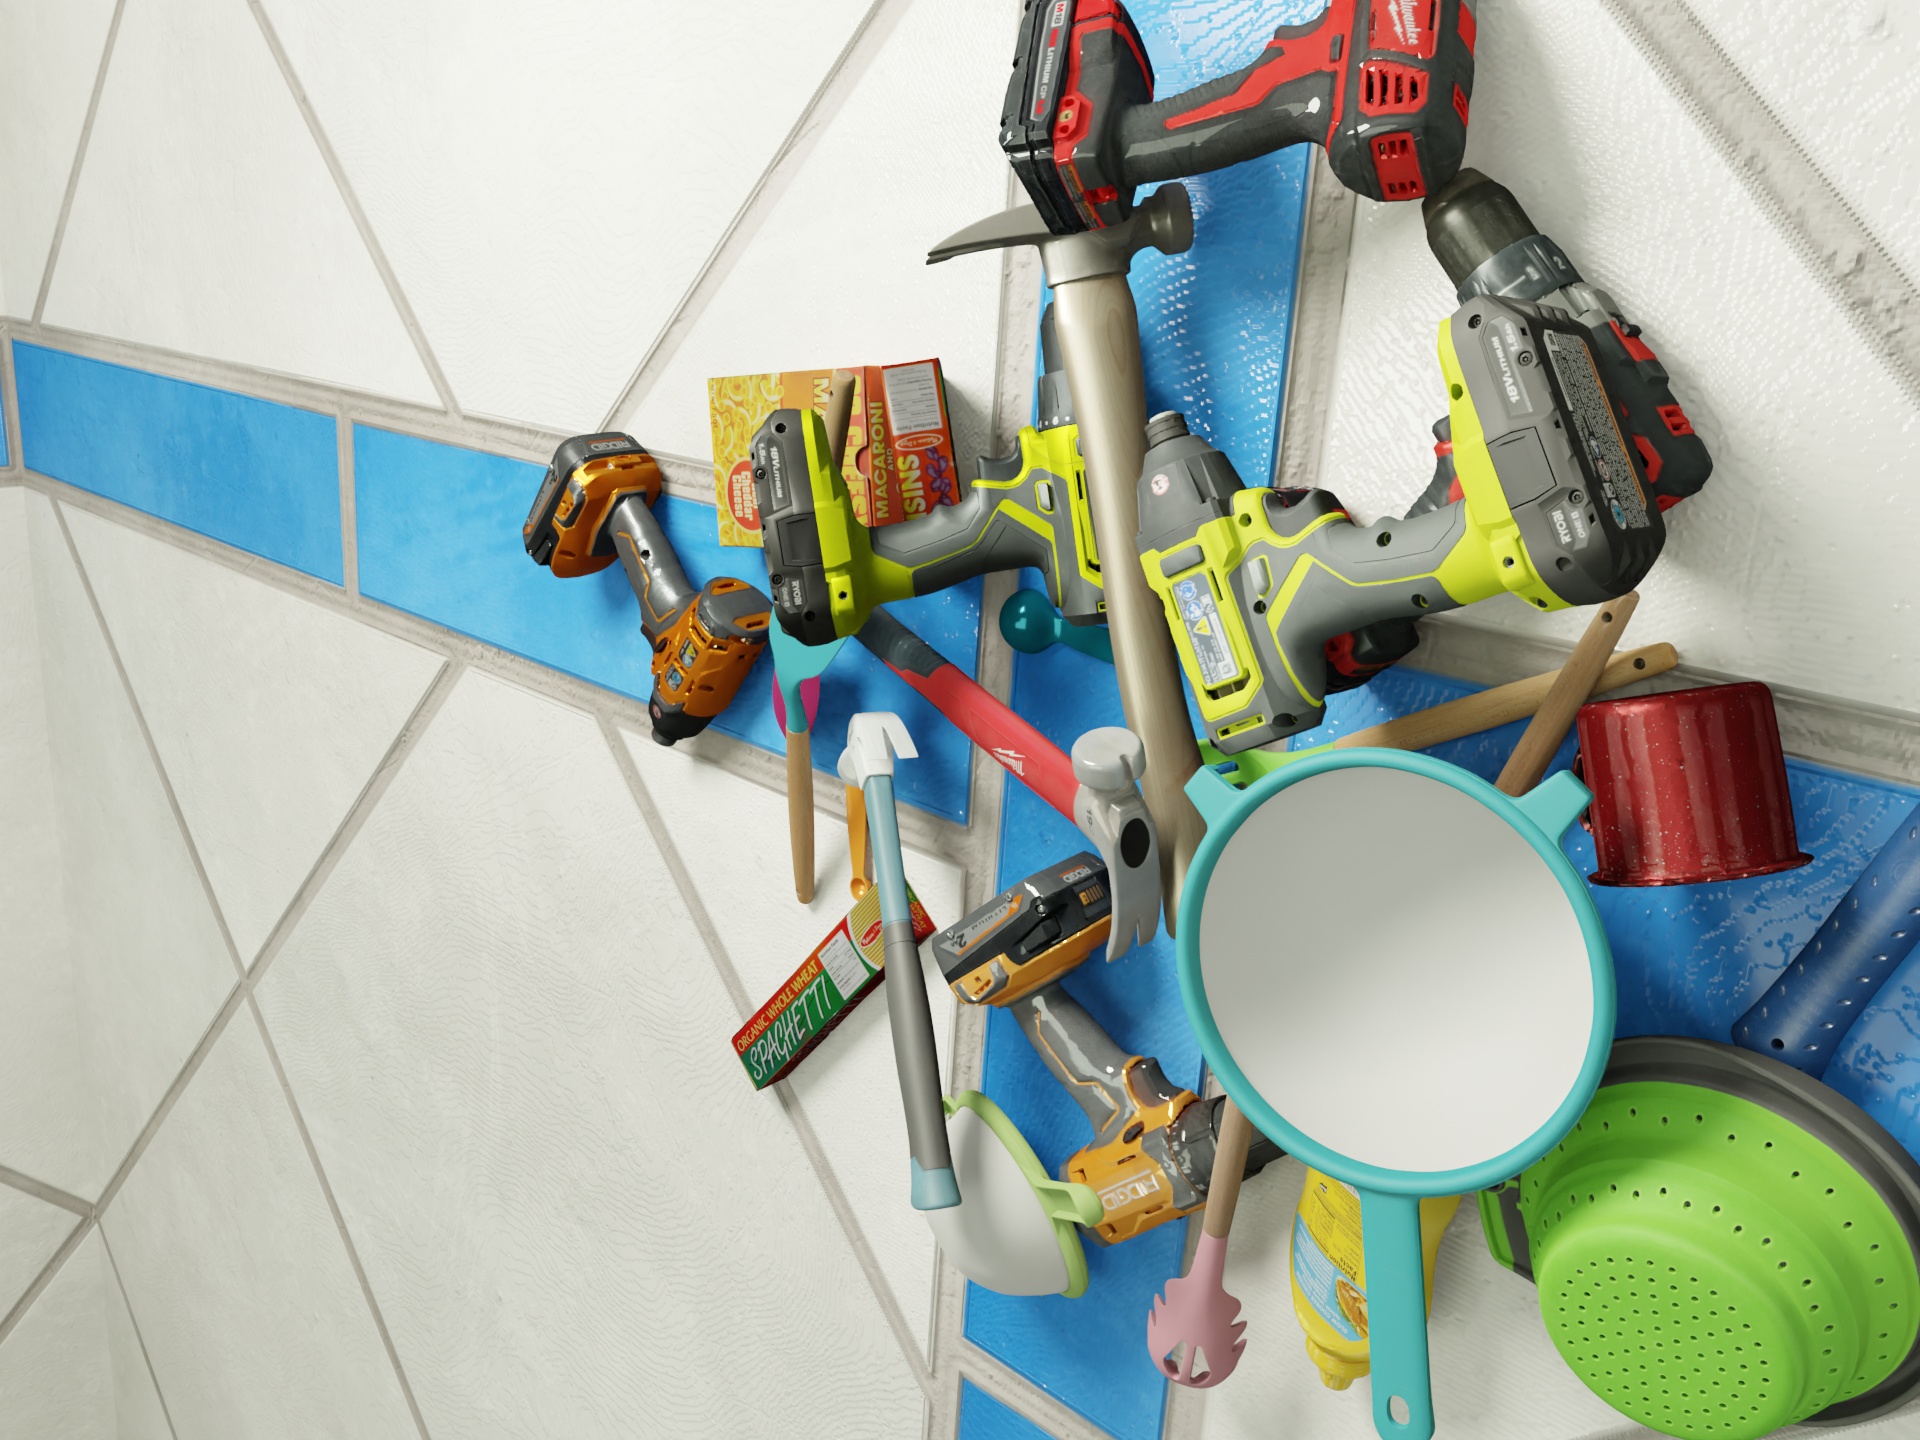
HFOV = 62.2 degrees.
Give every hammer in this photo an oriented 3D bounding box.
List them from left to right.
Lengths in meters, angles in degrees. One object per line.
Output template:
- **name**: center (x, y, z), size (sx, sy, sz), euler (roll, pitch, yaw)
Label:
- **hammer**: center (-0.039, 0.147, 1.027), size (0.128, 0.033, 0.331), euler (115, 148, -63)
- **hammer**: center (-0.002, -0.003, 0.993), size (0.387, 0.038, 0.143), euler (40, 147, 49)
- **hammer**: center (0.086, -0.080, 0.878), size (0.038, 0.146, 0.410), euler (-131, 31, -86)
- **hammer**: center (0.434, -0.011, 0.636), size (0.144, 0.035, 0.405), euler (41, 125, 30)

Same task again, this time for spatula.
- **spatula**: center (-0.104, 0.018, 1.114), size (0.082, 0.044, 0.317), euler (37, 143, 30)
- **spatula**: center (0.264, 0.064, 0.816), size (0.060, 0.018, 0.315), euler (45, 132, 34)

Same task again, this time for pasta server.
- **pasta server**: center (0.151, 0.264, 0.907), size (0.060, 0.040, 0.316), euler (12, 114, 14)

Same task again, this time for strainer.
- **strainer**: center (0.027, 0.312, 0.998), size (0.151, 0.069, 0.256), euler (61, 163, 7)
- **strainer**: center (0.222, 0.177, 0.777), size (0.211, 0.095, 0.340), euler (0, 97, 36)

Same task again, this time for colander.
- **colander**: center (0.395, 0.257, 0.672), size (0.397, 0.094, 0.204), euler (1, 112, 40)

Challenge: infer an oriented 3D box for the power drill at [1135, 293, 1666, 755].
- **power drill**: center (0.184, -0.095, 0.730), size (0.223, 0.080, 0.171), euler (-23, 82, 41)

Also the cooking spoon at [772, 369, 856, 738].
- **cooking spoon**: center (-0.101, -0.098, 1.066), size (0.069, 0.017, 0.318), euler (59, 148, 35)

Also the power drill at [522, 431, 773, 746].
- **power drill**: center (-0.248, -0.096, 1.243), size (0.227, 0.084, 0.164), euler (51, 130, 18)

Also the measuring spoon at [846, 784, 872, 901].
- **measuring spoon**: center (-0.072, 0.075, 1.162), size (0.021, 0.011, 0.117), euler (5, 99, 43)

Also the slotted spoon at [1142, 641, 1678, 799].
- **slotted spoon**: center (0.226, 0.013, 0.848), size (0.314, 0.031, 0.070), euler (-22, 84, 42)

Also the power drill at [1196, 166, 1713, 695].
- **power drill**: center (0.225, -0.135, 0.784), size (0.226, 0.080, 0.188), euler (-39, 72, 39)

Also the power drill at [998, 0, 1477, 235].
- **power drill**: center (0.139, -0.317, 0.780), size (0.220, 0.078, 0.143), euler (2, 70, 26)

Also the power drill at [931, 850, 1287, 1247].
- **power drill**: center (0.099, 0.196, 0.977), size (0.185, 0.084, 0.226), euler (-38, 77, 40)

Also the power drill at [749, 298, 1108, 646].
- **power drill**: center (-0.002, -0.140, 0.924), size (0.080, 0.228, 0.190), euler (-110, 12, -85)

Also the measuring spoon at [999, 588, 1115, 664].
- **measuring spoon**: center (0.069, -0.051, 0.986), size (0.129, 0.021, 0.042), euler (21, 113, 41)
